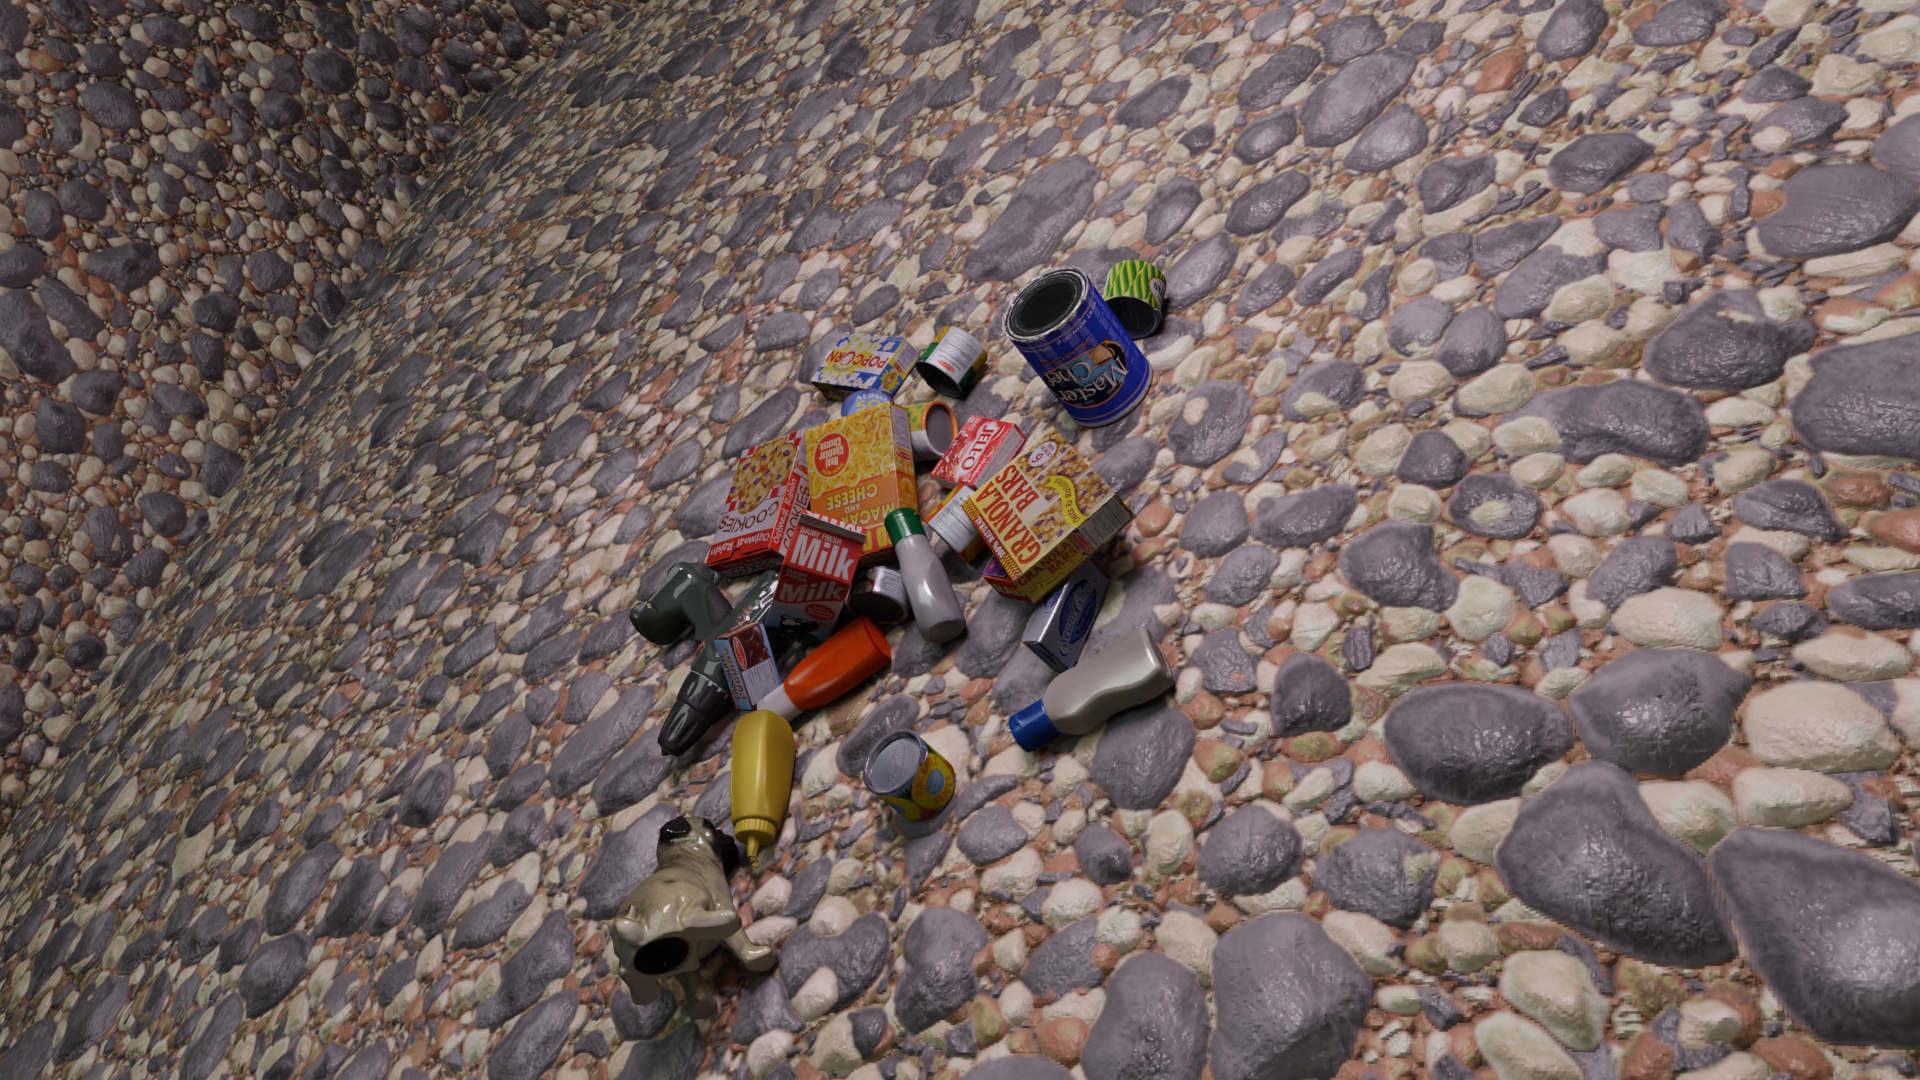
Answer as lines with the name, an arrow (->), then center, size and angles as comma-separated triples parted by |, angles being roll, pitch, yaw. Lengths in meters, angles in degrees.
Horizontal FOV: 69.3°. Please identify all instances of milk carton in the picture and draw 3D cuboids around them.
milk carton -> -0.148, 0.032, 1.434 | 0.189, 0.072, 0.074 | 118, 168, -55

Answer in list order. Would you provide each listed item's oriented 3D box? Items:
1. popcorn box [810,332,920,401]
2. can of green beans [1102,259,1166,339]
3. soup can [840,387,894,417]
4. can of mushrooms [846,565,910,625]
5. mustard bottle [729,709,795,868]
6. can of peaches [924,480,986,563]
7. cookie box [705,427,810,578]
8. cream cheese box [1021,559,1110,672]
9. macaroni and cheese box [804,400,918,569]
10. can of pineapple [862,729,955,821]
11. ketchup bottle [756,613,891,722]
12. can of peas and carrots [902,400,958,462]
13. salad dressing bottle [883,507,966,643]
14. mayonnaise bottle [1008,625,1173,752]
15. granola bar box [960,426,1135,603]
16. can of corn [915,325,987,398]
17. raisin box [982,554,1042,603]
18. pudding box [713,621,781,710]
popcorn box -> -0.121, -0.217, 1.756 | 0.127, 0.038, 0.085 | 14, 65, 47
can of green beans -> 0.187, -0.261, 1.505 | 0.071, 0.071, 0.058 | -10, 48, 35
soup can -> -0.104, -0.130, 1.635 | 0.071, 0.071, 0.084 | -29, 41, 18
can of mushrooms -> -0.084, 0.059, 1.445 | 0.071, 0.071, 0.033 | -13, 48, 33
mustard bottle -> -0.199, 0.248, 1.371 | 0.048, 0.065, 0.161 | -18, 48, 23
can of peaches -> 0.005, -0.018, 1.440 | 0.058, 0.071, 0.071 | -46, 38, -2
cookie box -> -0.234, -0.044, 1.668 | 0.122, 0.040, 0.168 | -14, 52, 42
cream cheese box -> 0.100, 0.065, 1.286 | 0.024, 0.053, 0.104 | 0, 54, 47
macaroni and cheese box -> -0.110, -0.057, 1.542 | 0.123, 0.040, 0.167 | -16, 71, 31
can of pineapple -> -0.045, 0.215, 1.268 | 0.071, 0.057, 0.071 | -24, 42, 24
ketchup bottle -> -0.143, 0.140, 1.437 | 0.148, 0.043, 0.065 | -36, 38, 9
can of peas and carrots -> -0.043, -0.125, 1.579 | 0.058, 0.070, 0.071 | -6, 51, 37
salad dressing bottle -> -0.039, 0.033, 1.410 | 0.044, 0.064, 0.148 | -32, 56, 14
mayonnaise bottle -> 0.112, 0.136, 1.220 | 0.148, 0.041, 0.065 | -32, 38, 15
granola bar box -> 0.080, -0.027, 1.324 | 0.124, 0.039, 0.166 | -40, 31, 4
can of corn -> -0.011, -0.209, 1.632 | 0.071, 0.071, 0.058 | 18, 67, 48
raisin box -> 0.088, 0.000, 1.369 | 0.086, 0.040, 0.124 | 10, 63, 45
pudding box -> -0.223, 0.133, 1.472 | 0.030, 0.083, 0.050 | -6, 15, 45
